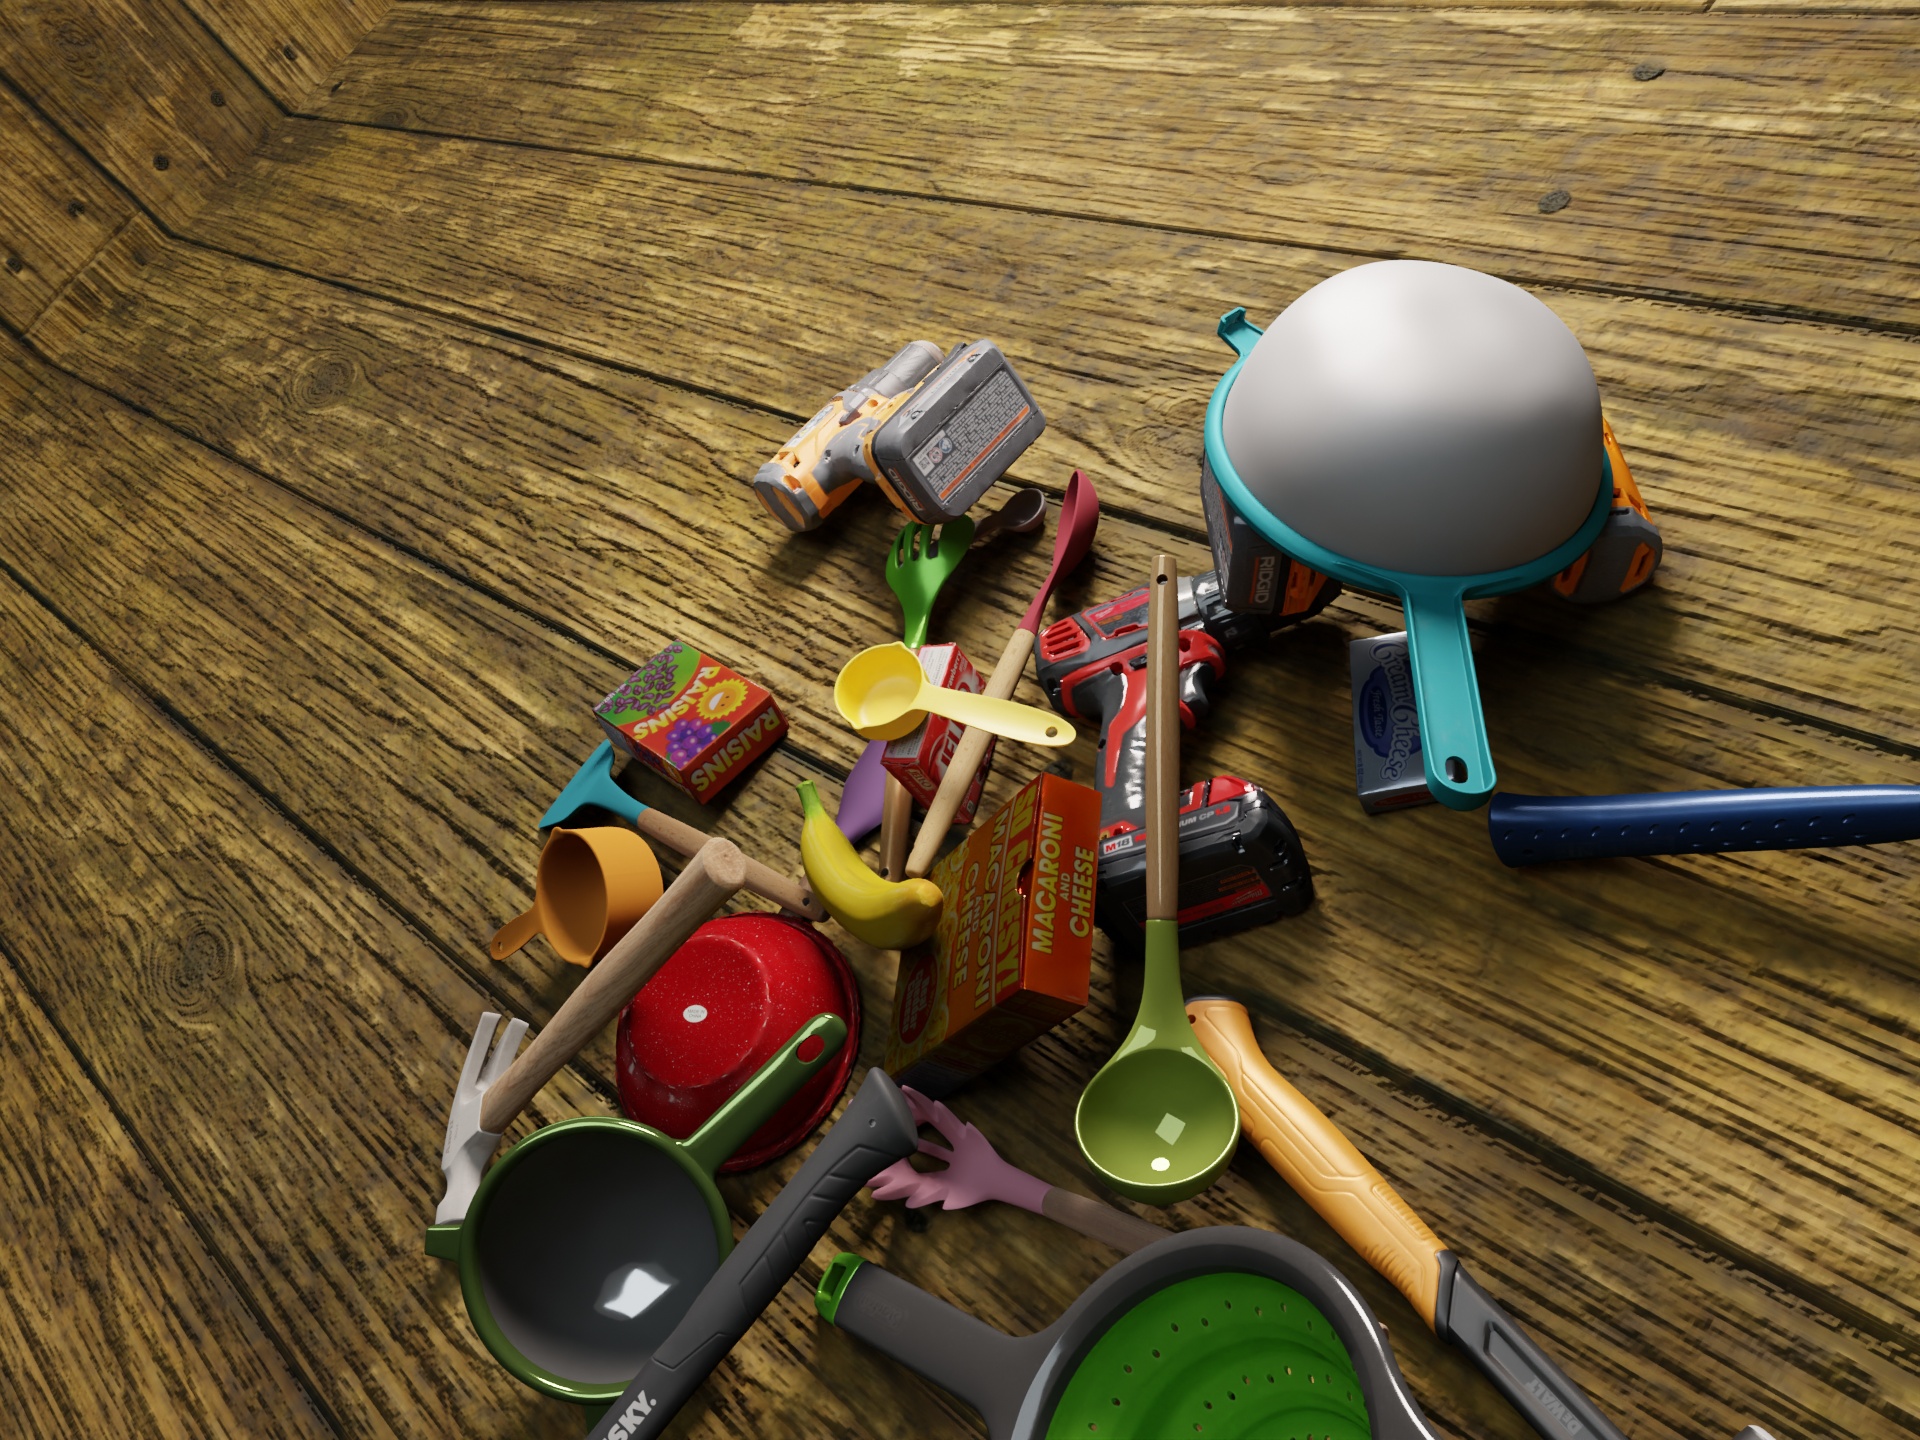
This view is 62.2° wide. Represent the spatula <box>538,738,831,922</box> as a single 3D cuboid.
[{"bbox_3d":[-0.189,0.079,1.072,0.318,0.044,0.082,21,69,40],"label":"spatula"}]

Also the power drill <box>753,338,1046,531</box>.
[{"bbox_3d":[-0.035,-0.215,1.144,0.185,0.084,0.226,-48,27,-20],"label":"power drill"}]

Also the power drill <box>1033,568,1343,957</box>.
[{"bbox_3d":[0.139,0.003,0.898,0.188,0.080,0.227,-20,46,18],"label":"power drill"}]

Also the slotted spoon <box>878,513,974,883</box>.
[{"bbox_3d":[-0.032,-0.023,1.042,0.070,0.031,0.314,-15,51,27],"label":"slotted spoon"}]

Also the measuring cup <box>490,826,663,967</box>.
[{"bbox_3d":[-0.261,0.130,1.077,0.173,0.052,0.095,-32,70,43],"label":"measuring cup"}]

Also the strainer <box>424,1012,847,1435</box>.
[{"bbox_3d":[-0.156,0.254,0.880,0.256,0.069,0.151,-44,84,-2],"label":"strainer"}]

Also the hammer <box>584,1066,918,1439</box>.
[{"bbox_3d":[-0.140,0.317,0.813,0.146,0.035,0.335,37,85,19],"label":"hammer"}]

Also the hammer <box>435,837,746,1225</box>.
[{"bbox_3d":[-0.225,0.175,0.941,0.331,0.031,0.130,-46,36,30],"label":"hammer"}]

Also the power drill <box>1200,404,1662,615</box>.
[{"bbox_3d":[0.253,-0.136,0.885,0.226,0.084,0.164,-3,51,1],"label":"power drill"}]

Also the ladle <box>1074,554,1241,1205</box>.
[{"bbox_3d":[0.098,0.070,0.778,0.078,0.062,0.320,-1,78,13],"label":"ladle"}]

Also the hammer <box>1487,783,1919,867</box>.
[{"bbox_3d":[0.429,0.042,0.667,0.405,0.143,0.035,-6,52,40],"label":"hammer"}]

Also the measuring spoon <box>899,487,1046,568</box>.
[{"bbox_3d":[0.010,-0.126,1.122,0.124,0.018,0.034,-24,46,25],"label":"measuring spoon"}]

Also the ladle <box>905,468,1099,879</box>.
[{"bbox_3d":[0.031,-0.034,0.989,0.031,0.069,0.316,23,59,3],"label":"ladle"}]

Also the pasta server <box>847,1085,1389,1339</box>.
[{"bbox_3d":[0.060,0.241,0.771,0.316,0.040,0.060,8,79,44],"label":"pasta server"}]

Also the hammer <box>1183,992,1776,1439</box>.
[{"bbox_3d":[0.193,0.244,0.707,0.127,0.034,0.337,-41,45,-2],"label":"hammer"}]

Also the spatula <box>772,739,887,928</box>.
[{"bbox_3d":[-0.095,0.110,1.005,0.060,0.018,0.316,20,69,37],"label":"spatula"}]

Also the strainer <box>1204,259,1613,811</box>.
[{"bbox_3d":[0.229,-0.117,0.759,0.211,0.095,0.341,5,50,1],"label":"strainer"}]

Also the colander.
[{"bbox_3d":[0.067,0.319,0.708,0.397,0.094,0.204,1,58,54],"label":"colander"}]

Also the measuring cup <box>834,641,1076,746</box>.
[{"bbox_3d":[-0.001,-0.003,0.928,0.156,0.029,0.062,15,67,25],"label":"measuring cup"}]
